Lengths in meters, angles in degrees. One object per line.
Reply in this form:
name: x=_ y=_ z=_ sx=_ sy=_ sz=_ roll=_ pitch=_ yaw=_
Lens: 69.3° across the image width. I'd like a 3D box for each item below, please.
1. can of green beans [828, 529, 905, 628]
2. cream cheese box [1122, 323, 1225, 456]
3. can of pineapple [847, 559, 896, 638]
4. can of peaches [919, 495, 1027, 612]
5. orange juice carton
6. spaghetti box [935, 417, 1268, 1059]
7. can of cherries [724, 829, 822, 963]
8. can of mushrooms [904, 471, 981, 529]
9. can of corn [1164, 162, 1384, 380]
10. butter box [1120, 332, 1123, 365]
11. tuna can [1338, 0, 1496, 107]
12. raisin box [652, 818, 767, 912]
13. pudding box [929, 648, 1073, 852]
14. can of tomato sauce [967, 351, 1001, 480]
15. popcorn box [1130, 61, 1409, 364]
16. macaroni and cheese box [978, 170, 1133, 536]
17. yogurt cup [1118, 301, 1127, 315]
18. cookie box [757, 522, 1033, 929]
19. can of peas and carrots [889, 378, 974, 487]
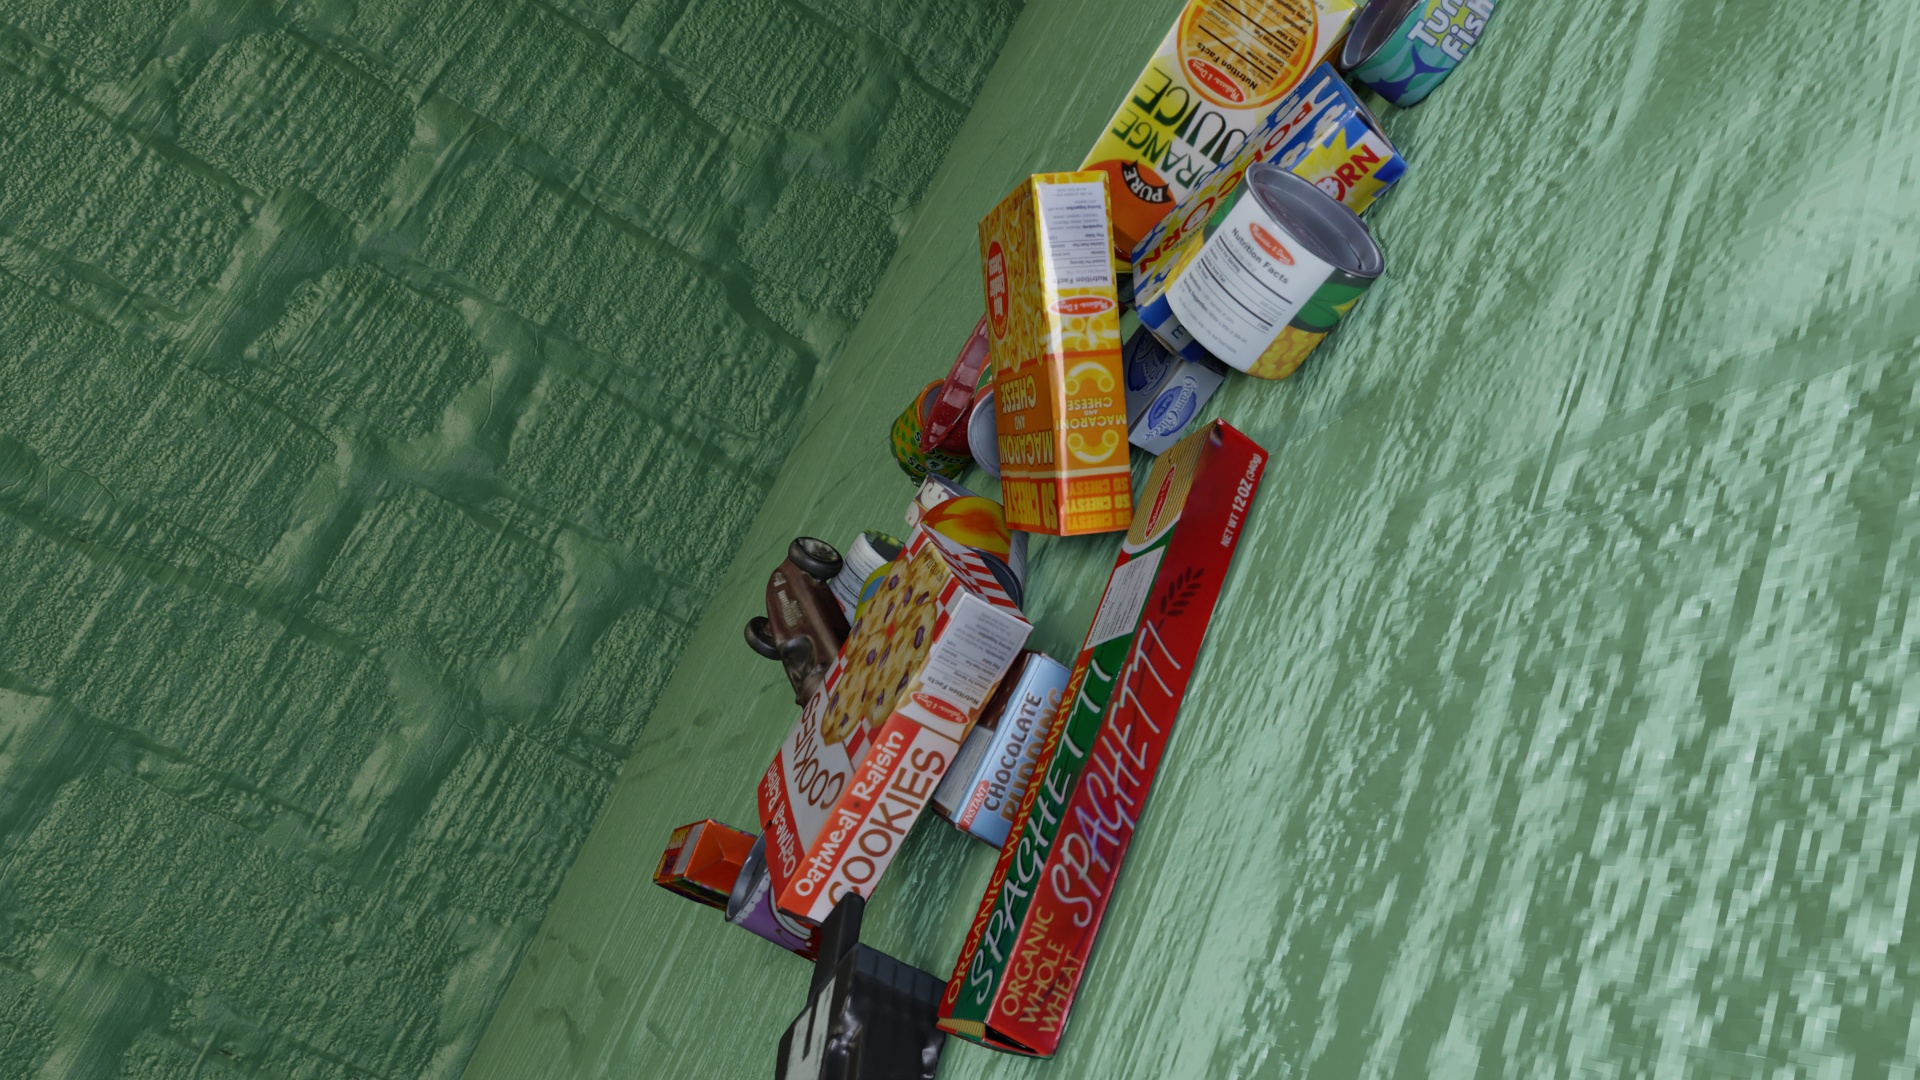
can of green beans: x=-0.057 y=0.034 z=0.978 sx=0.057 sy=0.071 sz=0.071 roll=-57 pitch=12 yaw=14
cream cheese box: x=0.105 y=-0.089 z=0.694 sx=0.053 sy=0.024 sz=0.104 roll=-54 pitch=14 yaw=30
can of pineapple: x=-0.030 y=0.051 z=0.831 sx=0.070 sy=0.071 sz=0.058 roll=-55 pitch=13 yaw=25
can of peaches: x=0.001 y=0.016 z=0.767 sx=0.071 sy=0.071 sz=0.058 roll=-54 pitch=12 yaw=29
orange juice carton: x=0.123 y=-0.205 z=0.717 sx=0.192 sy=0.073 sz=0.072 roll=-55 pitch=-14 yaw=25
spaghetti box: x=0.056 y=0.068 z=0.520 sx=0.251 sy=0.028 sz=0.050 roll=-66 pitch=13 yaw=-23
can of cherries: x=-0.088 y=0.190 z=0.762 sx=0.071 sy=0.058 sz=0.072 roll=-56 pitch=12 yaw=18
can of mushrooms: x=0.003 y=-0.011 z=0.840 sx=0.033 sy=0.071 sz=0.071 roll=-59 pitch=12 yaw=6
can of corn: x=0.126 y=-0.107 z=0.556 sx=0.058 sy=0.071 sz=0.071 roll=-53 pitch=14 yaw=36
butter box: x=0.068 y=-0.140 z=0.783 sx=0.024 sy=0.053 sz=0.103 roll=-16 pitch=74 yaw=23
tuna can: x=0.198 y=-0.223 z=0.598 sx=0.071 sy=0.033 sz=0.071 roll=-57 pitch=13 yaw=20
raisin box: x=-0.134 y=0.206 z=0.849 sx=0.123 sy=0.086 sz=0.040 roll=-34 pitch=34 yaw=65
pudding box: x=0.022 y=0.090 z=0.609 sx=0.084 sy=0.030 sz=0.049 roll=-62 pitch=11 yaw=-9
can of tomato sauce: x=0.040 y=-0.083 z=0.841 sx=0.071 sy=0.071 sz=0.083 roll=-55 pitch=13 yaw=26
popcorn box: x=0.133 y=-0.147 z=0.625 sx=0.126 sy=0.038 sz=0.085 roll=-43 pitch=18 yaw=25
macaroni and cheese box: x=0.046 y=-0.088 z=0.695 sx=0.123 sy=0.040 sz=0.166 roll=-169 pitch=73 yaw=-79
yogurt cup: x=0.088 y=-0.177 z=0.897 sx=0.072 sy=0.054 sz=0.073 roll=-57 pitch=12 yaw=20
cookie box: x=-0.038 y=0.084 z=0.666 sx=0.167 sy=0.040 sz=0.123 roll=-59 pitch=18 yaw=7
can of peas and carrots: x=-0.015 y=-0.082 z=1.075 sx=0.058 sy=0.071 sz=0.071 roll=-42 pitch=23 yaw=57
